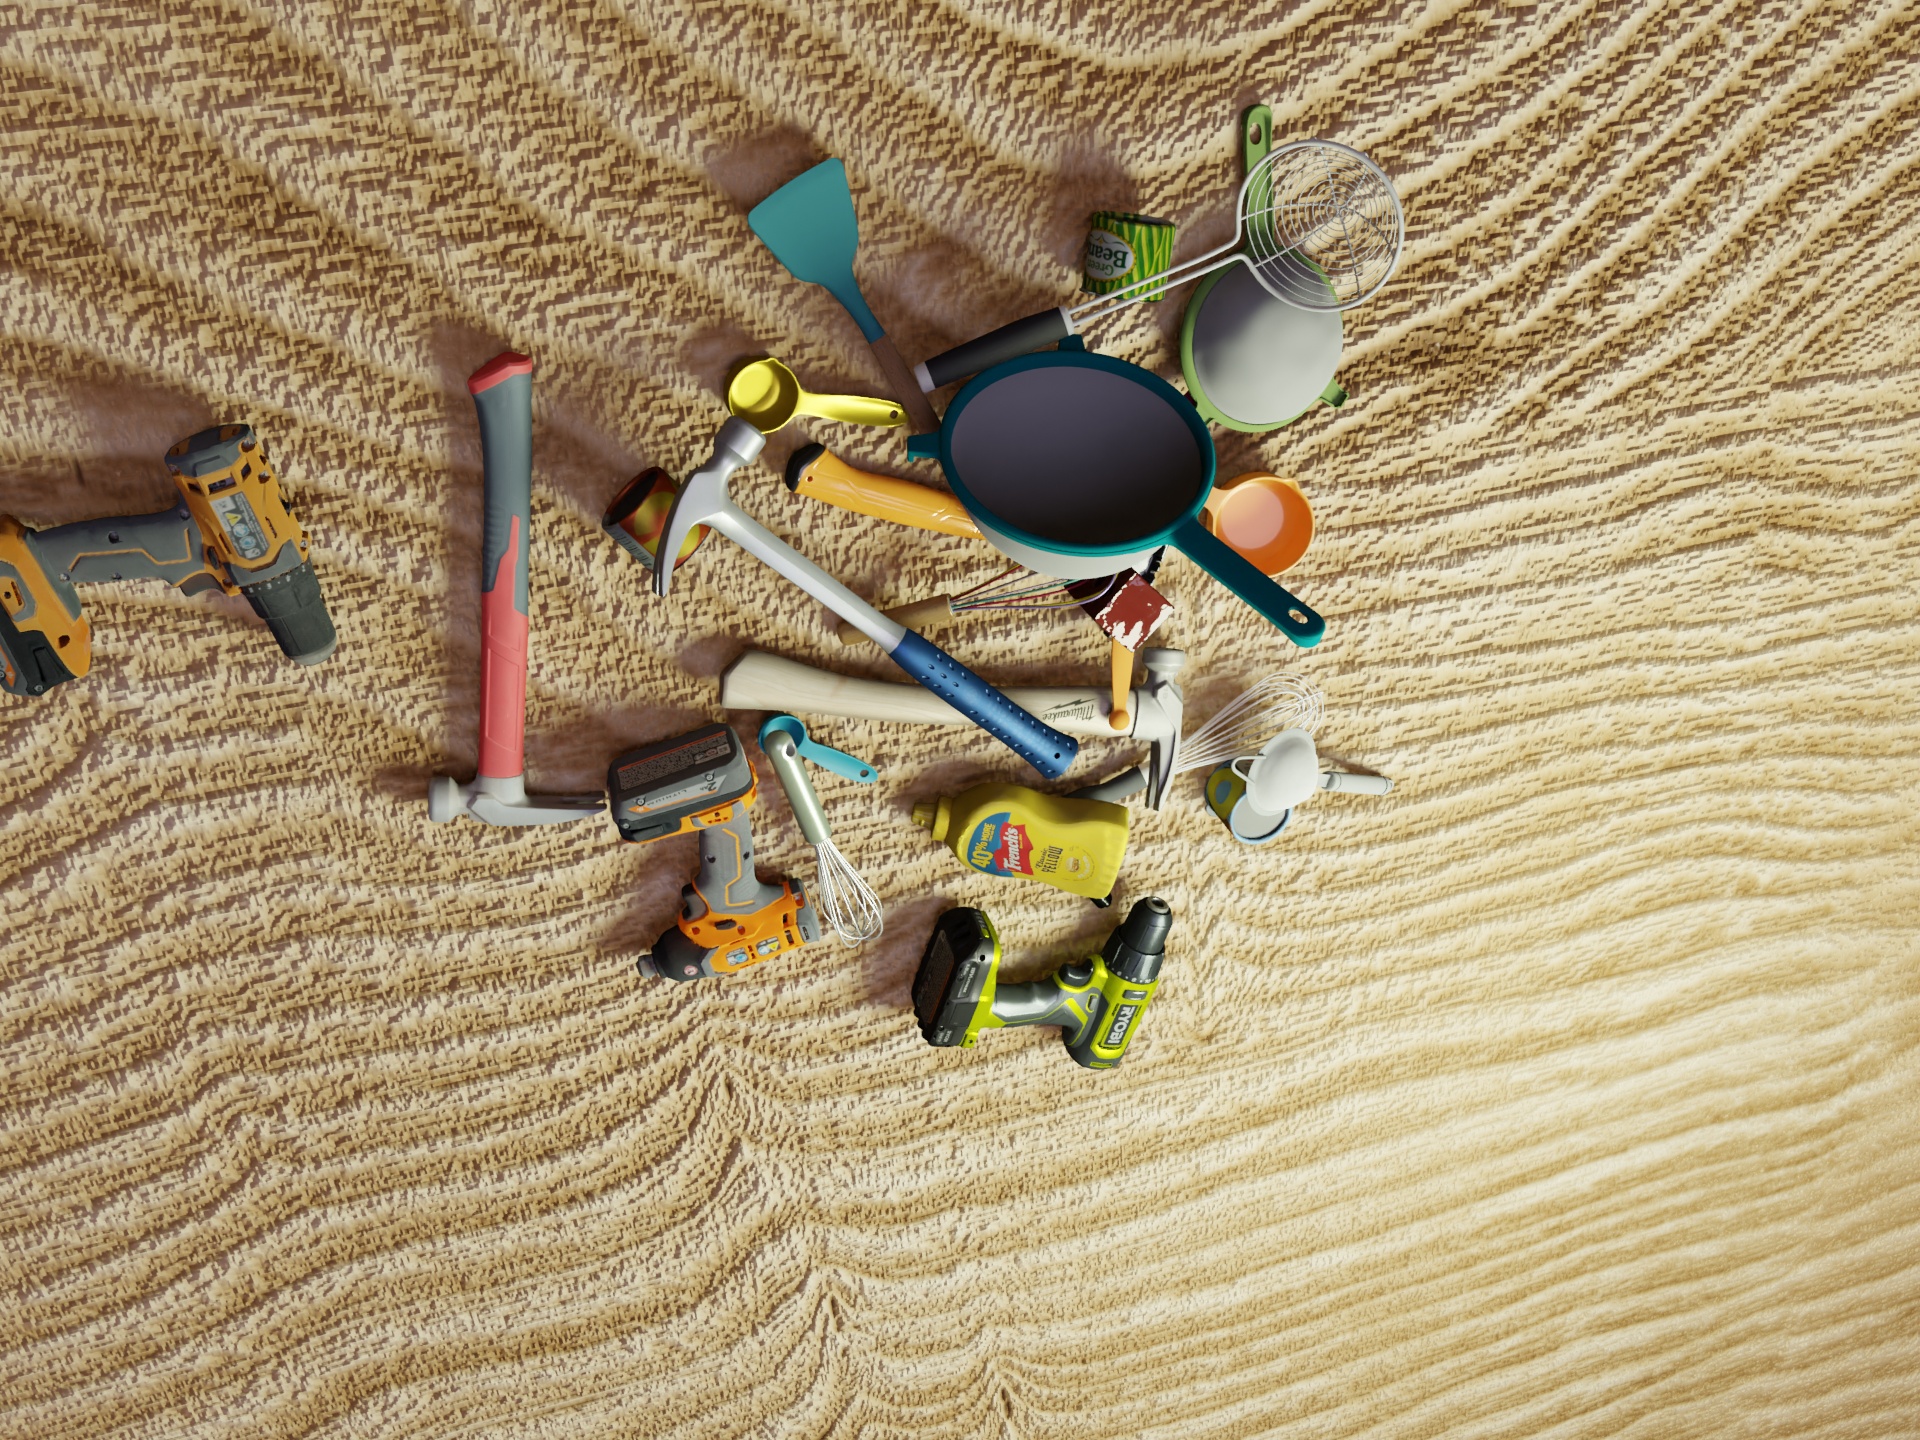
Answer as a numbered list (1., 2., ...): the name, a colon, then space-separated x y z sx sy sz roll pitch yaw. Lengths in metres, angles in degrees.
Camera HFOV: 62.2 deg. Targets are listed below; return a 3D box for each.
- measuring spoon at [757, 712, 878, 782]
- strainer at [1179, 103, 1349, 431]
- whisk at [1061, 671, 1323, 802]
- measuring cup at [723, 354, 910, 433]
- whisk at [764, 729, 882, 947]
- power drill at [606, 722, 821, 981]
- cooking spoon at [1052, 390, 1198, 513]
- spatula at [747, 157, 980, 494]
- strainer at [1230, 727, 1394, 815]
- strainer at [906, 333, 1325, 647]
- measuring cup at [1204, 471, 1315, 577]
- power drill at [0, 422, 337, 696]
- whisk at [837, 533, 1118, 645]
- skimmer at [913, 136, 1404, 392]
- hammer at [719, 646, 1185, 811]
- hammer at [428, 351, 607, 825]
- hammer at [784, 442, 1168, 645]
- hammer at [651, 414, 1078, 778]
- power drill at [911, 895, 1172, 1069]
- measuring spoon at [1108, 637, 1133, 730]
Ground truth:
1. measuring spoon: -0.124 0.025 1.387 0.128 0.021 0.042 27 108 -36
2. strainer: 0.251 -0.352 1.260 0.151 0.069 0.256 -13 113 -17
3. whisk: 0.205 0.035 1.469 0.284 0.070 0.070 -25 121 3
4. measuring cup: -0.112 -0.251 1.246 0.156 0.029 0.062 2 116 -31
5. whisk: -0.123 0.107 1.400 0.059 0.058 0.246 4 130 31
6. power drill: -0.227 0.128 1.369 0.164 0.084 0.226 -20 124 -6
7. cooking spoon: 0.165 -0.242 1.313 0.319 0.017 0.068 -40 118 -4
8. spatula: -0.050 -0.270 1.224 0.082 0.044 0.317 -35 112 -6
9. strainer: 0.343 0.056 1.484 0.258 0.050 0.087 6 109 -47
10. strainer: 0.131 -0.143 1.213 0.211 0.340 0.095 -39 158 -27
11. measuring cup: 0.219 -0.190 1.363 0.173 0.052 0.095 28 105 -8
12. power drill: -0.582 -0.094 1.149 0.226 0.084 0.185 -22 122 -10
13. whisk: 0.013 -0.104 1.310 0.245 0.051 0.047 -14 127 15
14. skimmer: 0.138 -0.313 1.168 0.363 0.090 0.127 -21 115 5
15. hammer: -0.002 -0.004 1.371 0.410 0.038 0.146 4 93 -16
16. hammer: -0.340 -0.092 1.244 0.143 0.038 0.386 0 116 -19
17. hammer: 0.014 -0.158 1.321 0.336 0.034 0.127 13 111 -22
18. hammer: -0.063 -0.065 1.270 0.405 0.035 0.144 35 86 -27
19. power drill: 0.085 0.242 1.519 0.228 0.080 0.190 8 119 -23
20. measuring spoon: 0.141 -0.047 1.375 0.021 0.011 0.117 -2 104 -16
